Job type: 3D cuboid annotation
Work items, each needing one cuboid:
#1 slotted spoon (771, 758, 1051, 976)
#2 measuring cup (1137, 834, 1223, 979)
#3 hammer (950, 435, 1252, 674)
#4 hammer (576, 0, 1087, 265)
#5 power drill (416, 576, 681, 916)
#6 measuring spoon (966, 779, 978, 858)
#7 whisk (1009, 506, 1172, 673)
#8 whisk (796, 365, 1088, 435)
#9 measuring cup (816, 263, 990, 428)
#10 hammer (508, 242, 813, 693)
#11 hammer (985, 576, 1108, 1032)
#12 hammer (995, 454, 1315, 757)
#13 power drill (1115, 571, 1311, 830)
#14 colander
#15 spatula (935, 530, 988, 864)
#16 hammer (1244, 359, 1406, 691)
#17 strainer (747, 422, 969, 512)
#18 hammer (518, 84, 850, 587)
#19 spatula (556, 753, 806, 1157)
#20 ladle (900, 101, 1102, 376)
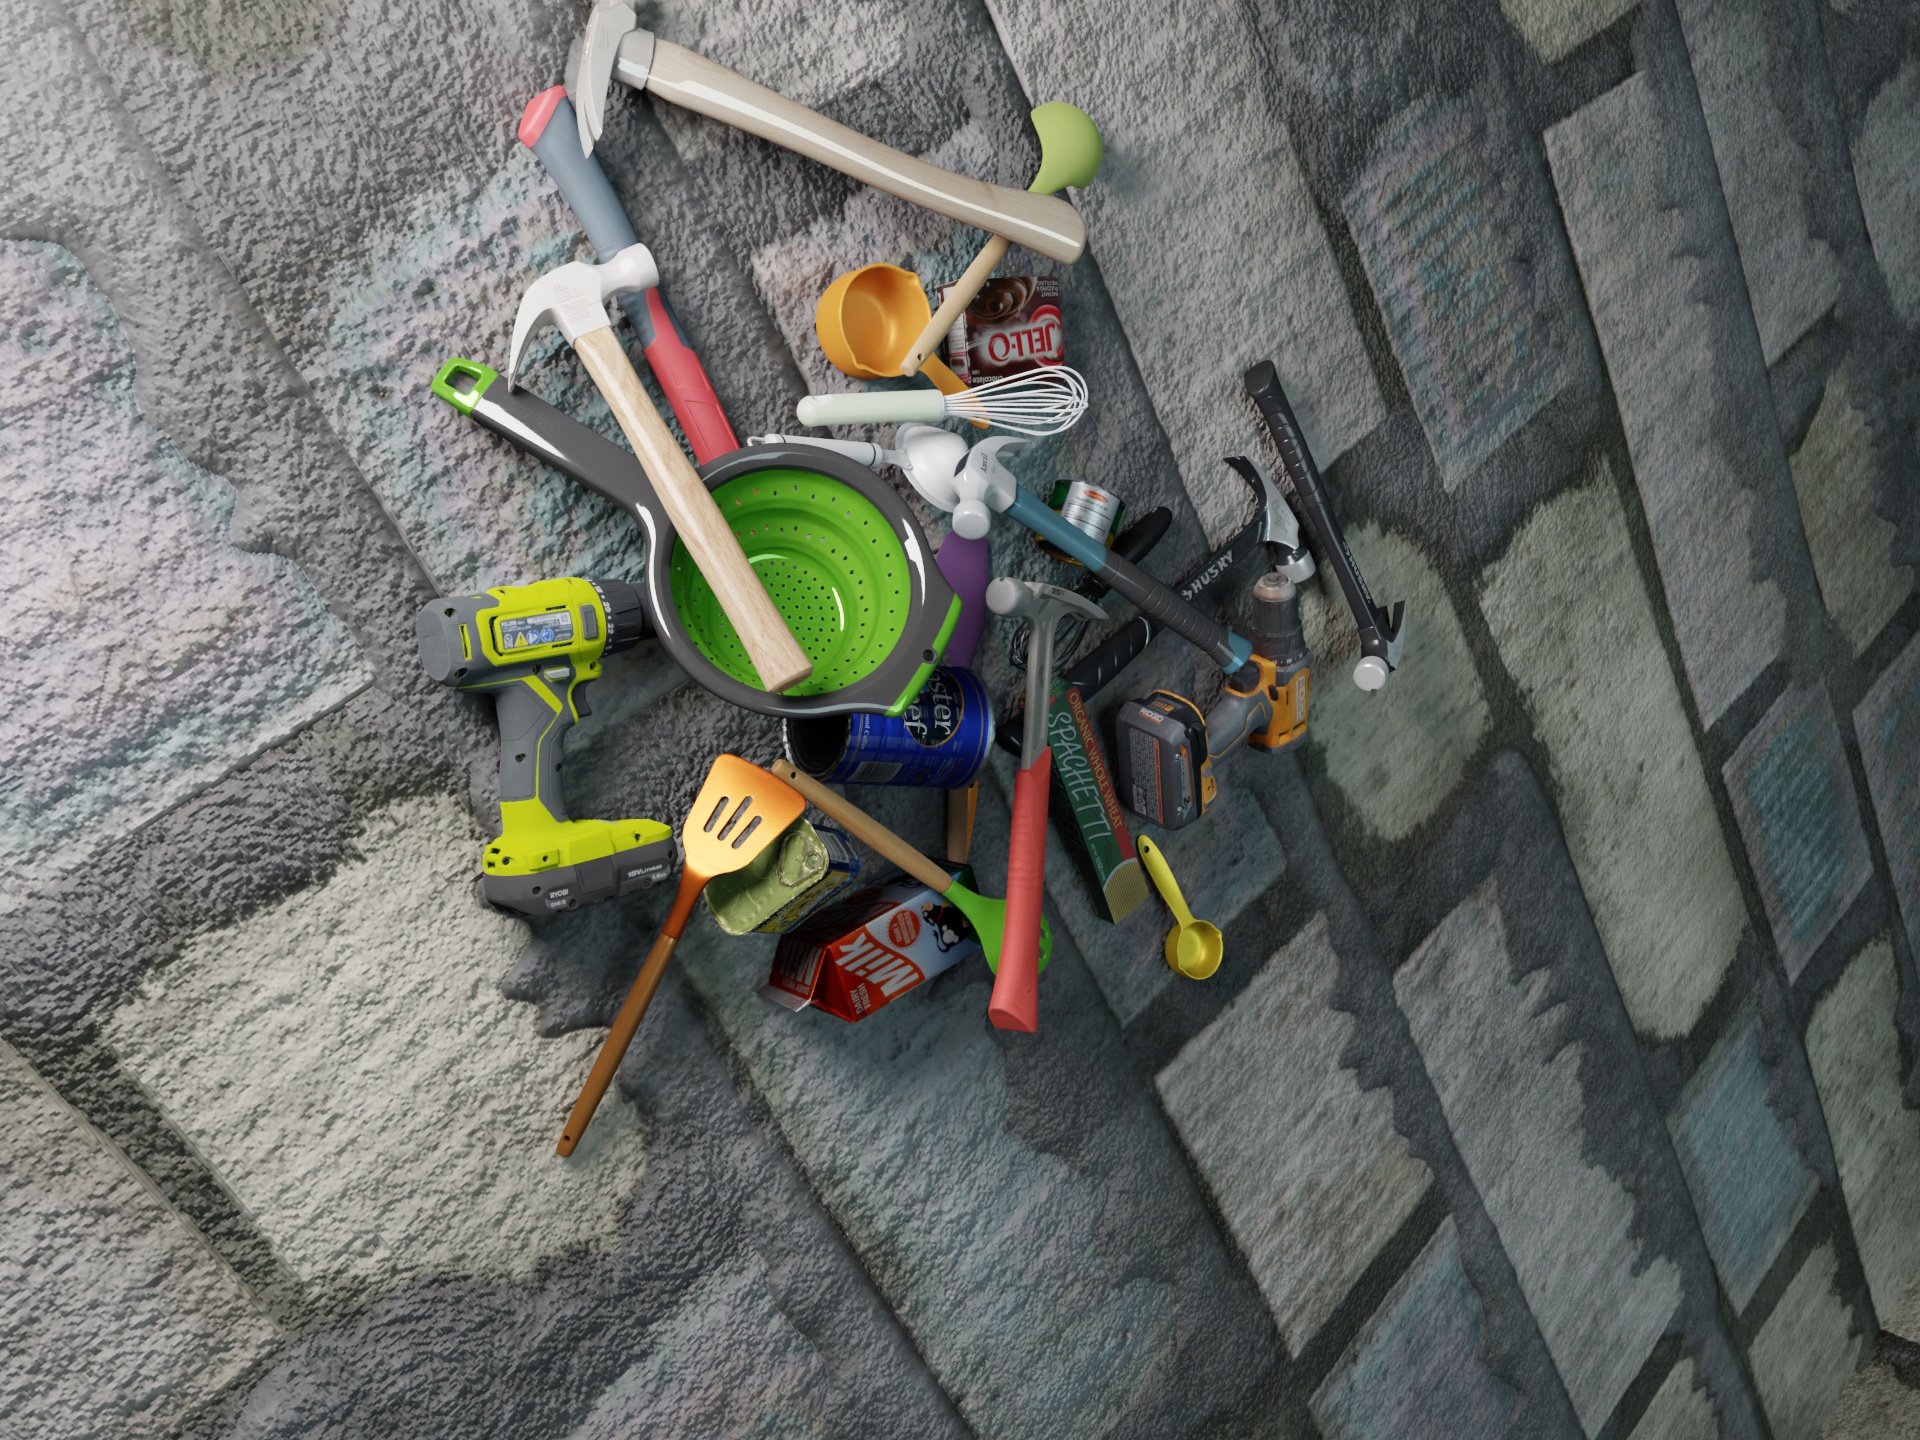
[{"bbox_3d":[-0.031,0.120,1.267,0.313,0.031,0.070,39,69,-28],"label":"slotted spoon"},{"bbox_3d":[0.202,0.179,1.535,0.062,0.029,0.156,-33,101,-29],"label":"measuring cup"},{"bbox_3d":[0.125,-0.127,1.331,0.330,0.033,0.128,31,42,-28],"label":"hammer"},{"bbox_3d":[-0.083,-0.419,1.195,0.410,0.038,0.146,14,67,-27],"label":"hammer"},{"bbox_3d":[-0.274,0.010,1.138,0.190,0.080,0.228,-13,100,-40],"label":"power drill"},{"bbox_3d":[0.004,0.098,1.386,0.021,0.011,0.117,7,90,-36],"label":"measuring spoon"},{"bbox_3d":[0.123,-0.121,1.431,0.239,0.055,0.055,-47,119,-28],"label":"whisk"},{"bbox_3d":[-0.010,-0.250,1.262,0.246,0.058,0.059,-7,125,-20],"label":"whisk"},{"bbox_3d":[-0.045,-0.293,1.291,0.173,0.052,0.095,40,71,-33],"label":"measuring cup"},{"bbox_3d":[-0.198,-0.165,1.082,0.130,0.031,0.331,-28,83,-20],"label":"hammer"},{"bbox_3d":[0.062,0.070,1.291,0.149,0.037,0.359,12,80,-55],"label":"hammer"},{"bbox_3d":[0.179,-0.096,1.482,0.409,0.036,0.149,-40,114,-26],"label":"hammer"},{"bbox_3d":[0.247,-0.021,1.489,0.226,0.084,0.185,-31,129,-32],"label":"power drill"},{"bbox_3d":[-0.196,-0.131,1.141,0.397,0.094,0.204,31,70,-4],"label":"colander"},{"bbox_3d":[-0.002,-0.004,1.366,0.059,0.018,0.316,0,92,-35],"label":"spatula"},{"bbox_3d":[0.364,-0.203,1.587,0.334,0.035,0.146,62,35,-15],"label":"hammer"},{"bbox_3d":[-0.063,-0.210,1.262,0.258,0.050,0.087,-4,67,-45],"label":"strainer"},{"bbox_3d":[-0.205,-0.282,1.184,0.143,0.038,0.386,-37,114,-29],"label":"hammer"},{"bbox_3d":[-0.222,0.180,1.184,0.322,0.081,0.041,-63,165,4],"label":"spatula"},{"bbox_3d":[0.029,-0.395,1.309,0.078,0.062,0.320,46,63,-29],"label":"ladle"}]
